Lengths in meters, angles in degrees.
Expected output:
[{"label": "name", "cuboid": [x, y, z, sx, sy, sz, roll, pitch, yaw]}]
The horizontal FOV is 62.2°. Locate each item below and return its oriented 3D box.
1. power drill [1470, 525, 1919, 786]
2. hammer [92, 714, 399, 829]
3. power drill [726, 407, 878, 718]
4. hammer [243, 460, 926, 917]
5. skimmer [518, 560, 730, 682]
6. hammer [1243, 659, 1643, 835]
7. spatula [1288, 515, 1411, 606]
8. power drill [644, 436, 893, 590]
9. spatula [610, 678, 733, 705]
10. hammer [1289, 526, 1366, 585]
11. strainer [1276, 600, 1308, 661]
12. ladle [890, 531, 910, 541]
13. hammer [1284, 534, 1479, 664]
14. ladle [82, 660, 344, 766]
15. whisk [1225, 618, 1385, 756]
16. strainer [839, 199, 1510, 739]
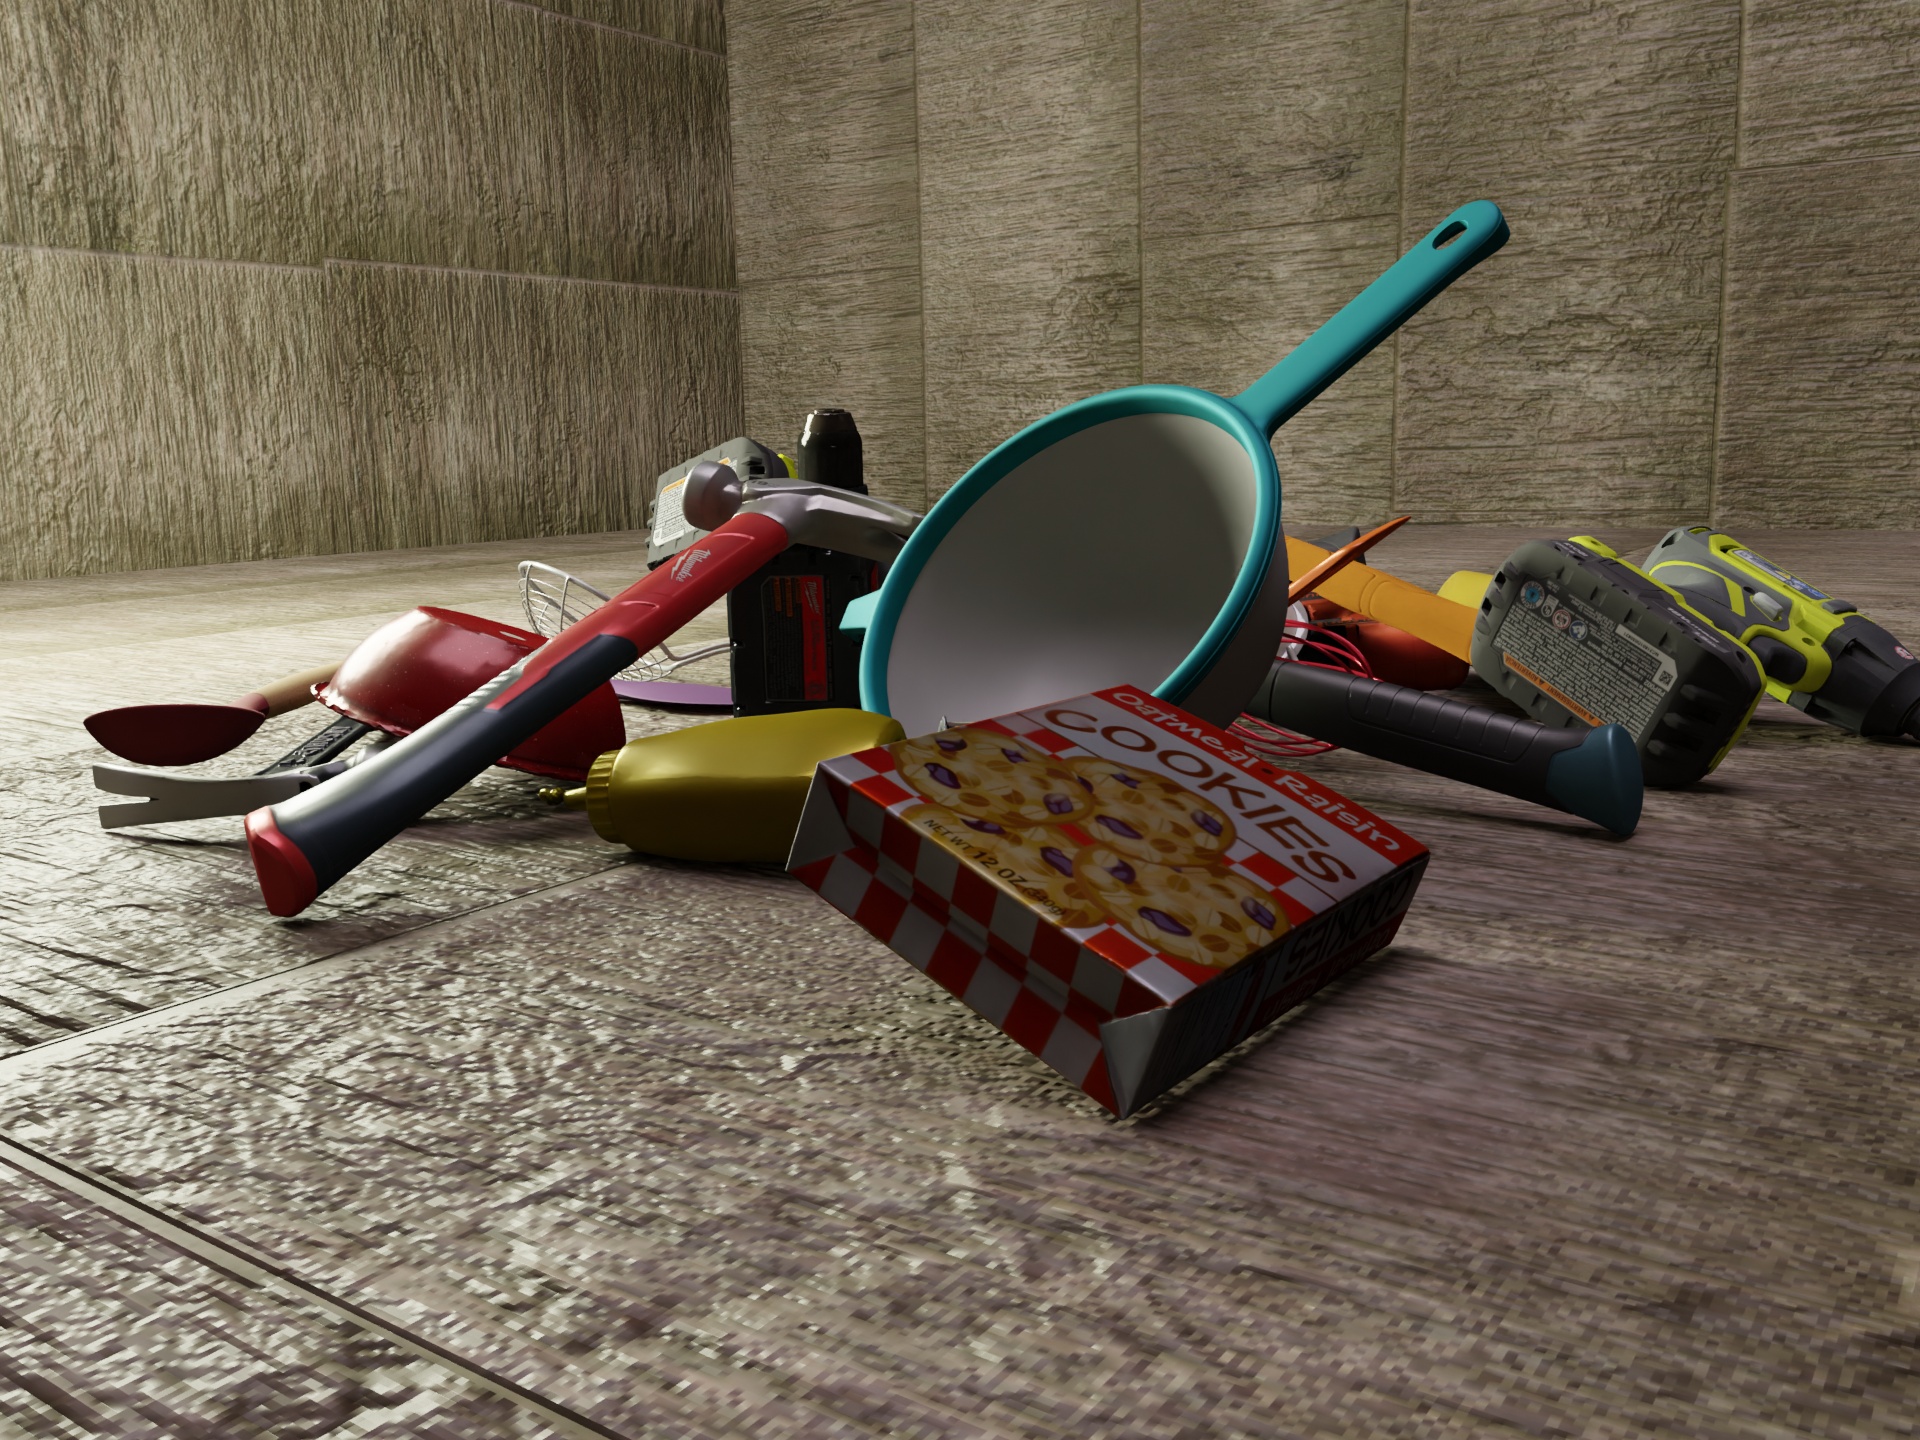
[{"label": "power drill", "cuboid": [0.382, -0.035, 0.803, 0.223, 0.080, 0.171, -7, 38, -37]}, {"label": "hammer", "cuboid": [-0.348, 0.002, 0.905, 0.149, 0.036, 0.409, -4, 10, -8]}, {"label": "power drill", "cuboid": [-0.088, -0.094, 0.990, 0.080, 0.188, 0.227, 0, 14, 2]}, {"label": "hammer", "cuboid": [-0.154, -0.027, 0.717, 0.143, 0.038, 0.386, 16, 34, 19]}, {"label": "skimmer", "cuboid": [-0.130, -0.088, 1.147, 0.363, 0.090, 0.127, -8, -14, -8]}, {"label": "hammer", "cuboid": [0.150, -0.014, 0.741, 0.331, 0.128, 0.033, 18, 20, 38]}, {"label": "spatula", "cuboid": [0.081, -0.057, 0.851, 0.323, 0.041, 0.081, -8, 11, 36]}, {"label": "power drill", "cuboid": [-0.123, -0.119, 1.213, 0.190, 0.080, 0.228, -15, -27, 40]}, {"label": "spatula", "cuboid": [-0.267, -0.023, 1.076, 0.316, 0.018, 0.060, 4, 10, 24]}, {"label": "hammer", "cuboid": [0.112, -0.073, 1.061, 0.334, 0.035, 0.146, -16, 11, -4]}, {"label": "strainer", "cuboid": [0.129, -0.083, 0.977, 0.087, 0.050, 0.259, -34, 34, -7]}, {"label": "ladle", "cuboid": [0.061, -0.105, 1.129, 0.078, 0.062, 0.320, 17, 1, 44]}, {"label": "hammer", "cuboid": [0.189, -0.102, 0.957, 0.127, 0.034, 0.337, 6, 19, -38]}, {"label": "ladle", "cuboid": [-0.350, -0.011, 0.804, 0.069, 0.031, 0.315, -5, 8, -5]}, {"label": "whisk", "cuboid": [0.111, -0.035, 0.889, 0.073, 0.073, 0.296, -11, 19, -43]}, {"label": "strainer", "cuboid": [0.112, -0.080, 0.696, 0.340, 0.095, 0.211, -40, 39, 8]}]
